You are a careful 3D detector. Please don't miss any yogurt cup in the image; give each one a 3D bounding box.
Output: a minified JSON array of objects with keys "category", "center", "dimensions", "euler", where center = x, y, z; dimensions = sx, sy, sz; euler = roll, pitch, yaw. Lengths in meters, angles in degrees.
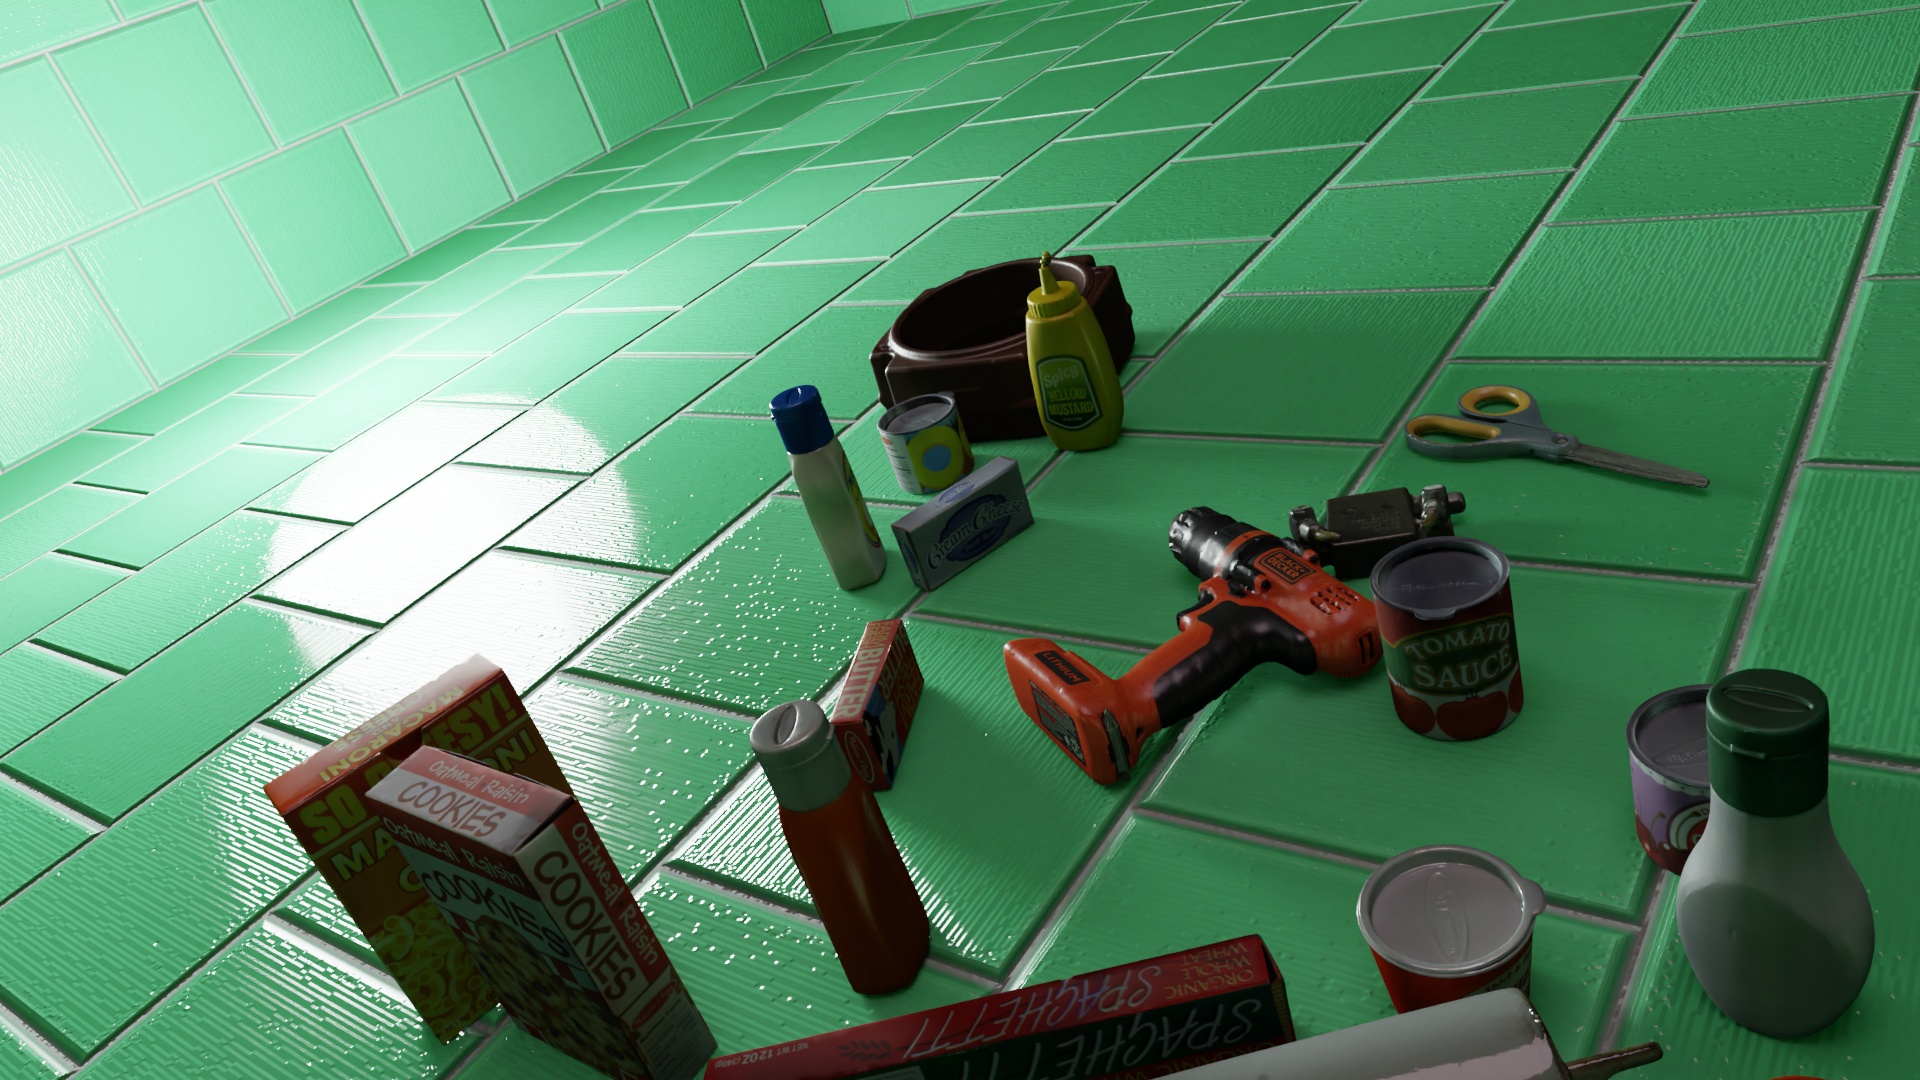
[{"category":"yogurt cup","center":[0.200,0.167,0.566],"dimensions":[0.072,0.053,0.073],"euler":[-15,29,8]}]

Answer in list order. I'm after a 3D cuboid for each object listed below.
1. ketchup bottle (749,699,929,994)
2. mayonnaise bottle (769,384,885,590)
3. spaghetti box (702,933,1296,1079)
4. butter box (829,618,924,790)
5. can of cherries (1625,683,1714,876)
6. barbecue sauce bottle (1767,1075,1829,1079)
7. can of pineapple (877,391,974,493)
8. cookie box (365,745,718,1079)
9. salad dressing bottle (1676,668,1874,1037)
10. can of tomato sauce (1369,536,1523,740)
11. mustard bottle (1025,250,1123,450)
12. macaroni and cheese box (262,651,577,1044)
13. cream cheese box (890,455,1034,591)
[{"category":"ketchup bottle","center":[-0.056,0.143,0.660],"dimensions":[0.043,0.148,0.065],"euler":[-13,29,11]},{"category":"mayonnaise bottle","center":[-0.095,-0.040,1.002],"dimensions":[0.041,0.147,0.065],"euler":[-16,28,6]},{"category":"spaghetti box","center":[0.015,0.220,0.588],"dimensions":[0.250,0.050,0.029],"euler":[-15,29,7]},{"category":"butter box","center":[-0.049,0.097,0.836],"dimensions":[0.024,0.053,0.104],"euler":[-9,30,17]},{"category":"can of cherries","center":[0.323,0.106,0.593],"dimensions":[0.071,0.058,0.072],"euler":[-15,29,8]},{"category":"barbecue sauce bottle","center":[0.232,0.208,0.377],"dimensions":[0.065,0.148,0.044],"euler":[-12,29,13]},{"category":"can of pineapple","center":[-0.026,-0.079,1.123],"dimensions":[0.071,0.057,0.071],"euler":[-15,29,8]},{"category":"cookie box","center":[-0.197,0.181,0.660],"dimensions":[0.123,0.166,0.040],"euler":[6,37,38]},{"category":"salad dressing bottle","center":[0.294,0.114,0.503],"dimensions":[0.064,0.147,0.044],"euler":[12,42,44]},{"category":"can of tomato sauce","center":[0.249,0.051,0.707],"dimensions":[0.071,0.082,0.071],"euler":[-15,29,8]},{"category":"mustard bottle","center":[0.081,-0.146,1.070],"dimensions":[0.065,0.159,0.049],"euler":[-5,31,25]},{"category":"macaroni and cheese box","center":[-0.263,0.162,0.733],"dimensions":[0.124,0.165,0.040],"euler":[-36,33,-29]},{"category":"cream cheese box","center":[0.004,-0.012,0.995],"dimensions":[0.104,0.053,0.024],"euler":[-33,31,-24]}]
